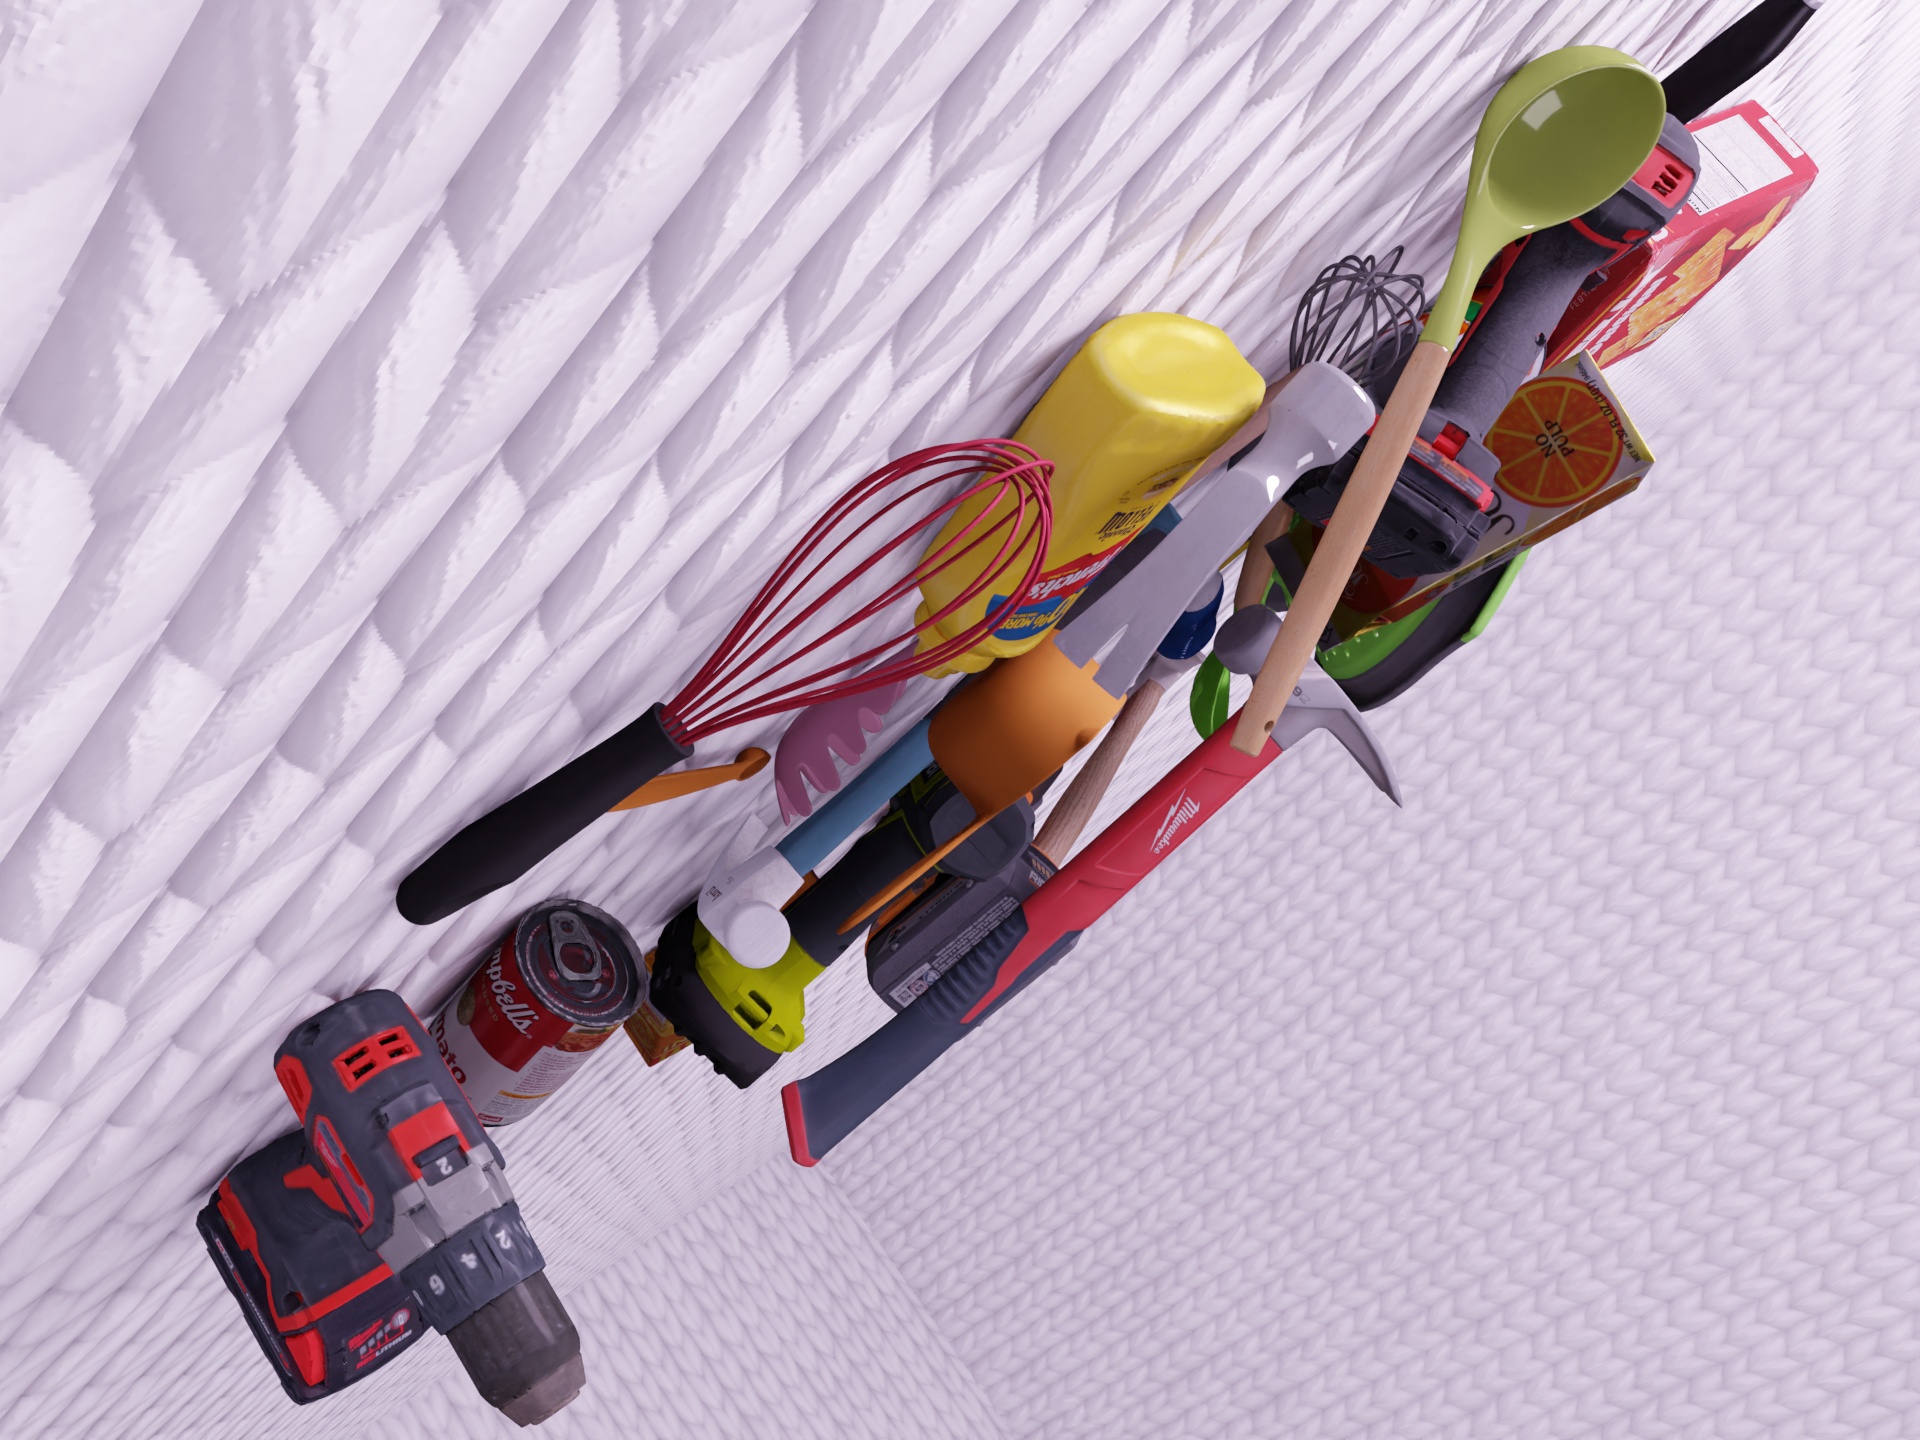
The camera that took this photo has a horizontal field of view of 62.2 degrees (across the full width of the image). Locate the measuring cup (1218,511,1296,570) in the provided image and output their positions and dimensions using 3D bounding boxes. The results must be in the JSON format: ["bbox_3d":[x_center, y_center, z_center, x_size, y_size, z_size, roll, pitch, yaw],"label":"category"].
[{"bbox_3d":[0.162,-0.113,0.983,0.156,0.029,0.062,-40,168,24],"label":"measuring cup"}]

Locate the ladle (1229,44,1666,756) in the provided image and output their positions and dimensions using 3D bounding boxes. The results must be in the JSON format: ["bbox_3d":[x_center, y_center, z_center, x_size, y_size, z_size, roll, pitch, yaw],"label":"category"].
[{"bbox_3d":[0.194,-0.127,0.655,0.078,0.062,0.320,26,90,-44],"label":"ladle"}]

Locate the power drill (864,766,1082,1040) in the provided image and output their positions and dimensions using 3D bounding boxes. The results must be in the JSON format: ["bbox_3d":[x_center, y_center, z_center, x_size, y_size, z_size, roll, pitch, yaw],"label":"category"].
[{"bbox_3d":[0.016,0.081,0.991,0.164,0.084,0.227,-41,-162,15],"label":"power drill"}]

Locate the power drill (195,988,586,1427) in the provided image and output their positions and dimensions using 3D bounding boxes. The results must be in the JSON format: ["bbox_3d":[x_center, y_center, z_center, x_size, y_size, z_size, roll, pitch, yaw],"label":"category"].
[{"bbox_3d":[-0.253,0.238,0.709,0.080,0.188,0.226,-26,167,-42],"label":"power drill"}]

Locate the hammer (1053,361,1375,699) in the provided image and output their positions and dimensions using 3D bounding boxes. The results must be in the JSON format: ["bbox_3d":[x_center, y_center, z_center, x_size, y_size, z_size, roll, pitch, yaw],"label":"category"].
[{"bbox_3d":[0.113,-0.062,0.778,0.144,0.035,0.405,-47,174,2],"label":"hammer"}]

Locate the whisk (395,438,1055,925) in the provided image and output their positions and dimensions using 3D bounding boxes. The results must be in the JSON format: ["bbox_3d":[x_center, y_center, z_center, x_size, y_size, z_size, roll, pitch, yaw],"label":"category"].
[{"bbox_3d":[-0.088,-0.007,0.577,0.296,0.073,0.073,-34,169,10],"label":"whisk"}]

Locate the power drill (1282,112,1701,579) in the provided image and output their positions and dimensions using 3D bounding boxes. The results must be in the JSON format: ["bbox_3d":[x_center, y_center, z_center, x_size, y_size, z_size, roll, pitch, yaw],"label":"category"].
[{"bbox_3d":[0.255,-0.181,0.770,0.219,0.078,0.143,-56,-178,2],"label":"power drill"}]

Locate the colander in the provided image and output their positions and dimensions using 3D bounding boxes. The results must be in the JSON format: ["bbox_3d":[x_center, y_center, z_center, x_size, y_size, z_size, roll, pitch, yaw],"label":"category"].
[{"bbox_3d":[0.247,-0.116,1.079,0.204,0.094,0.397,-60,-171,-3],"label":"colander"}]

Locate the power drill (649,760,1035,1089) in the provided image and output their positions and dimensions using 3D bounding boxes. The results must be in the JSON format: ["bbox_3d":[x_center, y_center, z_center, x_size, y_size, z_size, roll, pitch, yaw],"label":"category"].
[{"bbox_3d":[-0.063,0.088,0.892,0.223,0.080,0.171,-40,-164,5],"label":"power drill"}]

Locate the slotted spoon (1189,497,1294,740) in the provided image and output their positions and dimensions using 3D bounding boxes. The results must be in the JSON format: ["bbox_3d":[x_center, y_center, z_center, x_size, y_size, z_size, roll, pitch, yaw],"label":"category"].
[{"bbox_3d":[0.176,-0.088,0.950,0.313,0.031,0.070,97,9,-53],"label":"slotted spoon"}]

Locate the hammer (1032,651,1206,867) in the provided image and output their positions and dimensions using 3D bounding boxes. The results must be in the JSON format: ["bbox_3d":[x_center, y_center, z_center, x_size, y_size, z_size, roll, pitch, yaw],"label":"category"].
[{"bbox_3d":[0.096,0.042,1.142,0.130,0.031,0.331,-51,-179,45],"label":"hammer"}]

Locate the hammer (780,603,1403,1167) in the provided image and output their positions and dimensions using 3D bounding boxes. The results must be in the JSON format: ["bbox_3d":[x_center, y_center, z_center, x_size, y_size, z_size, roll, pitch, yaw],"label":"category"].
[{"bbox_3d":[0.060,0.115,0.862,0.386,0.143,0.038,-42,-156,5],"label":"hammer"}]

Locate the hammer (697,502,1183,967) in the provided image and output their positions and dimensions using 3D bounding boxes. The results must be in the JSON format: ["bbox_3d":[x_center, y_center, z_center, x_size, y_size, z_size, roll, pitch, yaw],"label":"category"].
[{"bbox_3d":[-0.001,-0.003,0.815,0.331,0.033,0.128,-41,-164,-12],"label":"hammer"}]

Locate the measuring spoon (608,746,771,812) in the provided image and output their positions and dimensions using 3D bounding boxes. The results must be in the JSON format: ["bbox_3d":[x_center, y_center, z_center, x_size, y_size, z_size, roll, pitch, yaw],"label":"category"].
[{"bbox_3d":[-0.125,0.025,0.702,0.021,0.011,0.117,-45,163,29],"label":"measuring spoon"}]

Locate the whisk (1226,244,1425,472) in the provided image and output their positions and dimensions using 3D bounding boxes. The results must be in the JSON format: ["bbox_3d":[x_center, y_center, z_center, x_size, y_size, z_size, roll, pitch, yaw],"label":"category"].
[{"bbox_3d":[0.169,-0.162,0.780,0.055,0.055,0.239,-35,173,-12],"label":"whisk"}]

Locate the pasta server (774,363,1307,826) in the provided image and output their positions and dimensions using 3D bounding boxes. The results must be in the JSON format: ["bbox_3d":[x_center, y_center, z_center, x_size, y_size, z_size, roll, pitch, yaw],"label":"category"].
[{"bbox_3d":[0.034,-0.057,0.732,0.316,0.040,0.060,-35,-175,10],"label":"pasta server"}]

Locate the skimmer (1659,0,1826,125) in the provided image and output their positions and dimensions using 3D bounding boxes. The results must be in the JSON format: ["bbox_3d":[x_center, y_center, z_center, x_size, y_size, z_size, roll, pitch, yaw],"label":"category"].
[{"bbox_3d":[0.399,-0.376,0.671,0.127,0.090,0.363,-38,-179,-39],"label":"skimmer"}]

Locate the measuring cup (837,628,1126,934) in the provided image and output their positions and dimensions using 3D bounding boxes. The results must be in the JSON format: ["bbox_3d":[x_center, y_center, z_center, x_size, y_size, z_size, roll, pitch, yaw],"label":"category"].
[{"bbox_3d":[-0.004,0.023,0.716,0.173,0.052,0.095,-40,-177,-20],"label":"measuring cup"}]
